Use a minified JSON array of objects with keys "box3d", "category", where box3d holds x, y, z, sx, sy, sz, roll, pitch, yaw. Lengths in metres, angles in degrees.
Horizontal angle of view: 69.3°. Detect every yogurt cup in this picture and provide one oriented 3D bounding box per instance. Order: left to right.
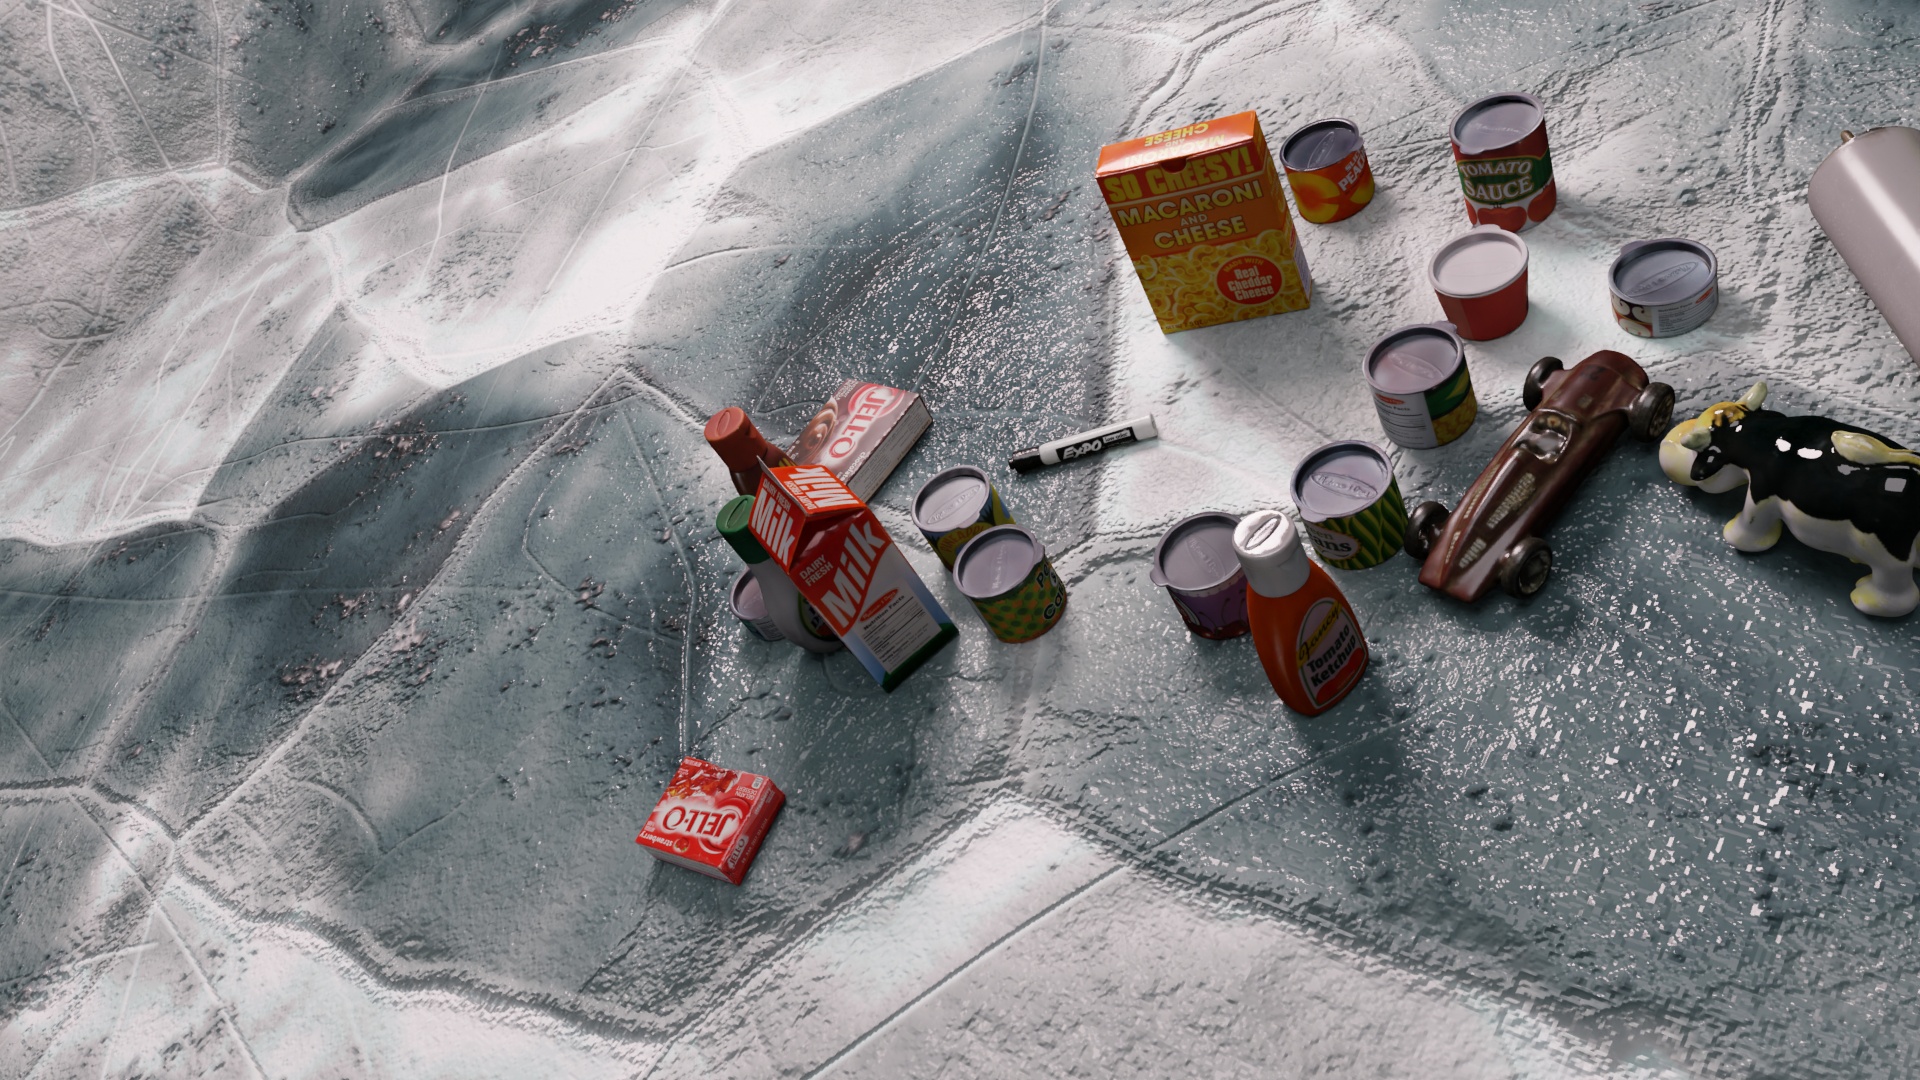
[{"box3d":[0.373,-0.180,0.992,0.072,0.053,0.073,-17,45,18],"category":"yogurt cup"}]

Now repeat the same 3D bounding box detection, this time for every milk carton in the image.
[{"box3d":[-0.084,0.017,0.988,0.073,0.190,0.072,-40,42,-7],"category":"milk carton"}]

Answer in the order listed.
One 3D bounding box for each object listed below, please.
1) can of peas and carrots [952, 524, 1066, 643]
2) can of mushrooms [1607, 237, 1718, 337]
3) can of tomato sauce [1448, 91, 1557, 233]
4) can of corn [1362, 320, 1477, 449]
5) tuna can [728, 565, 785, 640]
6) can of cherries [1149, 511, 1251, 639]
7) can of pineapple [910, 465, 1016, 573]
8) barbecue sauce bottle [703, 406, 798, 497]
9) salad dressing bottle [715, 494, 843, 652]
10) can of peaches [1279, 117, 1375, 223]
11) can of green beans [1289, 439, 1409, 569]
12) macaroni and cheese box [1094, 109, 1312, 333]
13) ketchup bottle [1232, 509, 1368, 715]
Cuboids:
[{"box3d":[0.038,0.031,0.999,0.071,0.058,0.071,-17,45,18],"category":"can of peas and carrots"},{"box3d":[0.474,-0.172,0.939,0.071,0.033,0.071,-17,45,18],"category":"can of mushrooms"},{"box3d":[0.408,-0.281,1.042,0.071,0.082,0.071,-17,45,18],"category":"can of tomato sauce"},{"box3d":[0.318,-0.107,0.955,0.071,0.058,0.071,-17,45,18],"category":"can of corn"},{"box3d":[-0.151,0.045,1.121,0.071,0.032,0.071,-17,45,18],"category":"tuna can"},{"box3d":[0.167,0.025,0.926,0.071,0.058,0.072,-17,45,18],"category":"can of cherries"},{"box3d":[0.004,-0.013,1.061,0.071,0.057,0.071,-17,45,18],"category":"can of pineapple"},{"box3d":[-0.153,-0.045,1.119,0.043,0.148,0.065,-11,47,23],"category":"barbecue sauce bottle"},{"box3d":[-0.130,0.026,1.040,0.044,0.147,0.064,5,55,35],"category":"salad dressing bottle"},{"box3d":[0.305,-0.304,1.145,0.071,0.058,0.071,-17,45,18],"category":"can of peaches"},{"box3d":[0.257,-0.023,0.916,0.071,0.057,0.071,-17,45,18],"category":"can of green beans"},{"box3d":[0.191,-0.241,1.076,0.123,0.166,0.040,-7,49,26],"category":"macaroni and cheese box"},{"box3d":[0.198,0.041,0.825,0.065,0.148,0.043,-44,43,-11],"category":"ketchup bottle"}]
